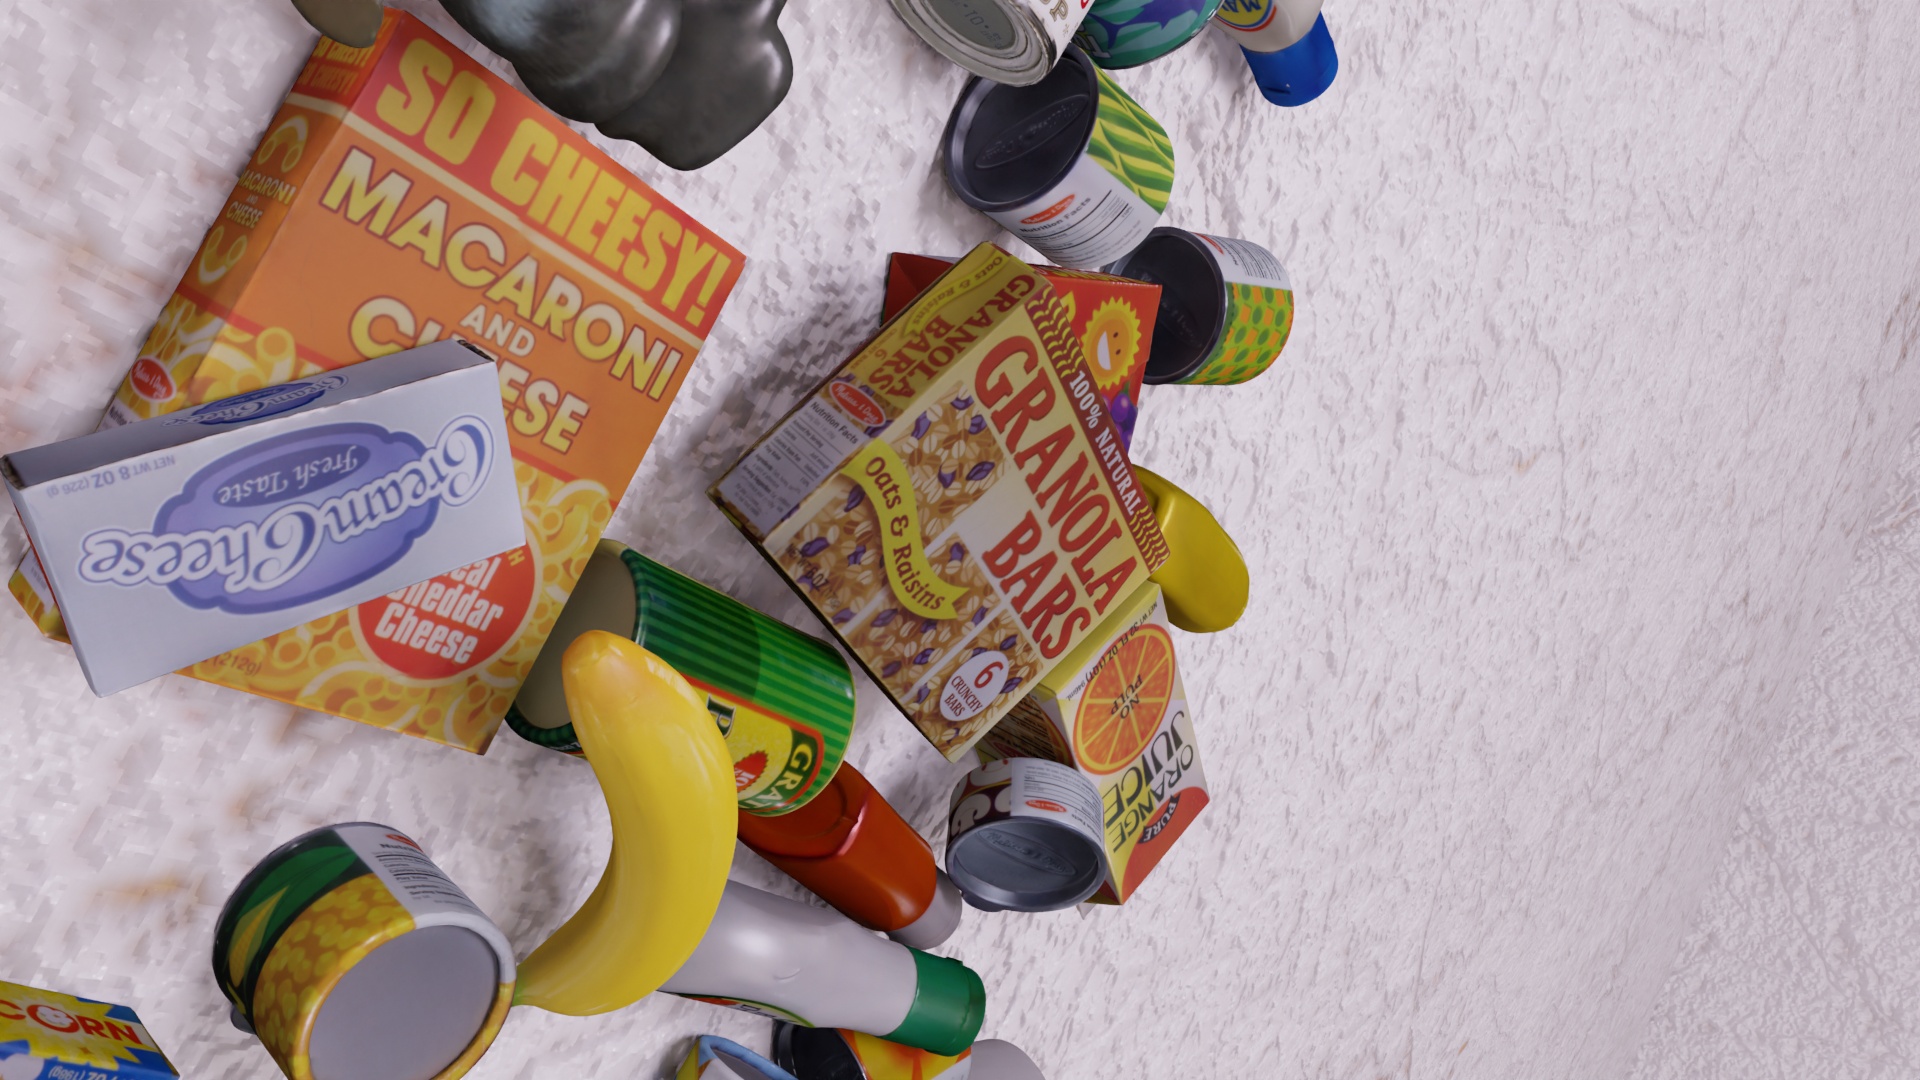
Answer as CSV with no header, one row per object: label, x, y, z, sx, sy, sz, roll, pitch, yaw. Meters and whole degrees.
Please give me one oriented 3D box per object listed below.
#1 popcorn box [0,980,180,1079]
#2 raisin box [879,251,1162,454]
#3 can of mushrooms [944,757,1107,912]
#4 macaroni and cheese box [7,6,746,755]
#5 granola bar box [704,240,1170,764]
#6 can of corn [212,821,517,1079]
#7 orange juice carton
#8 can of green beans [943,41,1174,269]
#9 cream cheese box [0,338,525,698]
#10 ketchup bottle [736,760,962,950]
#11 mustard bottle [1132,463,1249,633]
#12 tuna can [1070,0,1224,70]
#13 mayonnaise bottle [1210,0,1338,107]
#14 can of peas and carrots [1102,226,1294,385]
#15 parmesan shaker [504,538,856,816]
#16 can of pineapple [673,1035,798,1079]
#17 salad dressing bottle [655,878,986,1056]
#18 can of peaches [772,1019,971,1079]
popcorn box,-0.271,0.144,0.325,0.085,0.038,0.126,-60,139,-10
raisin box,0.023,-0.067,0.551,0.124,0.040,0.086,-6,111,-47
can of mushrooms,0.026,0.123,0.576,0.034,0.071,0.070,-85,161,-48
macaroni and cheese box,-0.147,-0.037,0.376,0.123,0.040,0.166,32,84,-49
granola bar box,0.002,-0.006,0.496,0.124,0.039,0.165,-43,142,-8
can of corn,-0.175,0.127,0.407,0.071,0.058,0.070,-23,123,-40
orange juice carton,0.059,0.097,0.640,0.072,0.073,0.191,-43,135,-26
can of green beans,0.037,-0.141,0.511,0.058,0.071,0.071,21,92,-51
cream cheese box,-0.158,-0.008,0.328,0.104,0.024,0.053,-25,126,-36
ketchup bottle,-0.039,0.129,0.558,0.044,0.065,0.148,-63,150,-21
mustard bottle,0.103,0.012,0.661,0.049,0.065,0.160,-61,146,-4
tuna can,0.061,-0.207,0.508,0.071,0.071,0.032,-59,139,-9
mayonnaise bottle,0.117,-0.235,0.561,0.041,0.065,0.148,-58,143,-5
can of peas and carrots,0.101,-0.098,0.602,0.059,0.071,0.070,-5,112,-47
parmesan shaker,-0.093,0.049,0.458,0.103,0.071,0.071,33,83,-49
can of pineapple,-0.091,0.238,0.547,0.058,0.071,0.071,-58,139,-11
salad dressing bottle,-0.056,0.164,0.530,0.147,0.064,0.044,28,71,-31
can of peaches,-0.039,0.218,0.596,0.058,0.071,0.071,-15,119,-43
